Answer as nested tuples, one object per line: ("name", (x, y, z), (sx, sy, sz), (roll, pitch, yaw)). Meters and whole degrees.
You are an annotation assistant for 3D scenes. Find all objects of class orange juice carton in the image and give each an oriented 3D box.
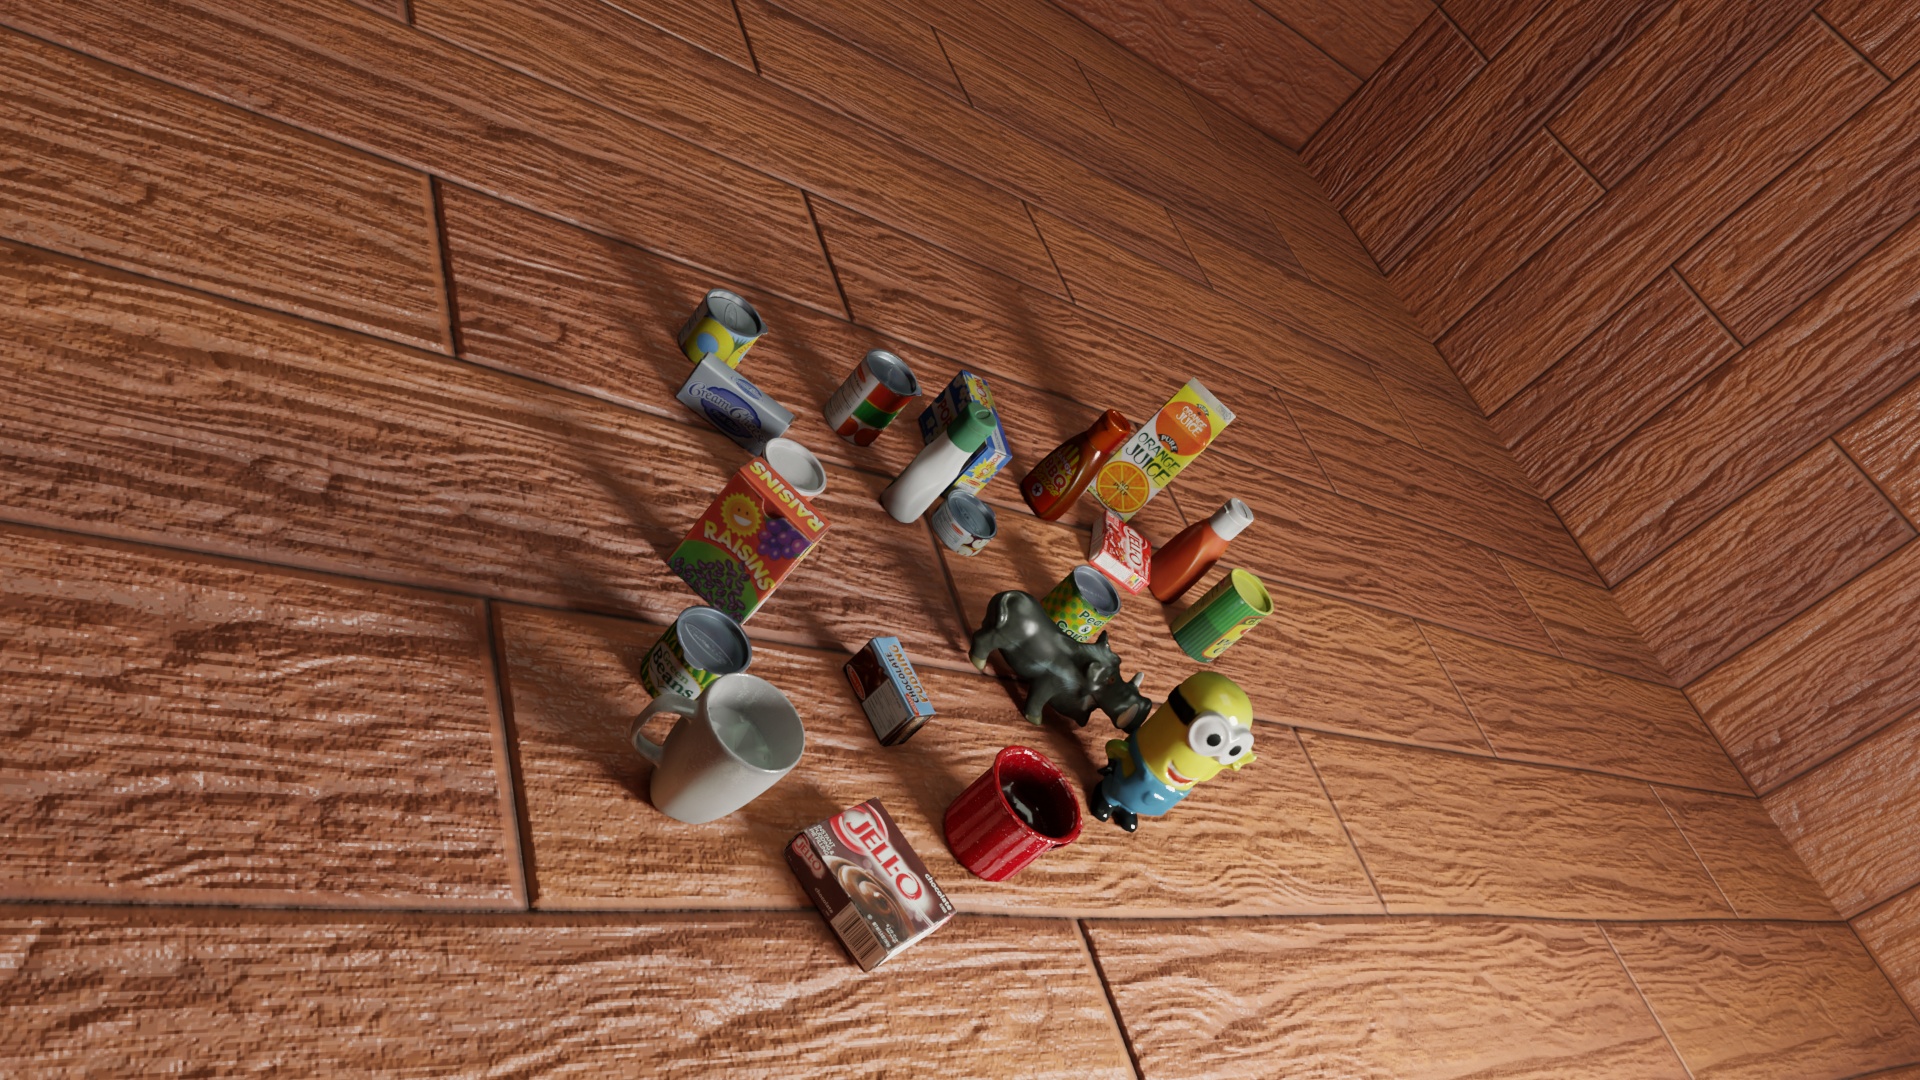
("orange juice carton", (0.246, -0.113, 1.707), (0.072, 0.192, 0.073), (45, 31, 1))

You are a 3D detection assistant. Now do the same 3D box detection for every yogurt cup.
("yogurt cup", (-0.167, -0.054, 1.293), (0.072, 0.053, 0.073), (30, 34, -23))

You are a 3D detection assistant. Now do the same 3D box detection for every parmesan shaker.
("parmesan shaker", (0.306, 0.088, 1.622), (0.071, 0.102, 0.072), (30, 34, -23))

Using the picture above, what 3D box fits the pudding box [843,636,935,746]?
("pudding box", (-0.062, 0.129, 1.201), (0.030, 0.049, 0.084), (1, 51, -49))

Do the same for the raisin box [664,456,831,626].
("raisin box", (-0.176, 0.002, 1.149), (0.086, 0.123, 0.040), (44, 31, 0))

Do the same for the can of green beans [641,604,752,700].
("can of green beans", (-0.204, 0.093, 1.073), (0.071, 0.057, 0.071), (30, 34, -23))

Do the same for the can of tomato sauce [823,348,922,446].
("can of tomato sauce", (-0.093, -0.149, 1.464), (0.071, 0.082, 0.071), (30, 34, -23))

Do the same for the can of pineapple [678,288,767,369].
("can of pineapple", (-0.239, -0.207, 1.389), (0.071, 0.057, 0.071), (30, 34, -23))

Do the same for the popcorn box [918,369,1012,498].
("popcorn box", (0.004, -0.114, 1.531), (0.038, 0.085, 0.127), (19, 39, -35))

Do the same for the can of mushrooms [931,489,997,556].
("can of mushrooms", (0.005, -0.018, 1.469), (0.071, 0.033, 0.071), (30, 34, -22))

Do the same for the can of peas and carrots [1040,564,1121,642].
("can of peas and carrots", (0.128, 0.071, 1.481), (0.071, 0.058, 0.071), (30, 34, -23))

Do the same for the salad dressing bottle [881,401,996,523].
("salad dressing bottle", (-0.021, -0.079, 1.401), (0.044, 0.147, 0.064), (50, 31, 9))

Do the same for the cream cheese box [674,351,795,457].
("cream cheese box", (-0.216, -0.128, 1.326), (0.104, 0.053, 0.024), (37, 32, -11))

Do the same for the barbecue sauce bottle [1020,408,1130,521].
("barbecue sauce bottle", (0.134, -0.089, 1.591), (0.044, 0.148, 0.065), (7, 47, -46))

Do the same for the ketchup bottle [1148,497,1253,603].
("ketchup bottle", (0.282, 0.009, 1.645), (0.043, 0.148, 0.065), (22, 38, -33))
